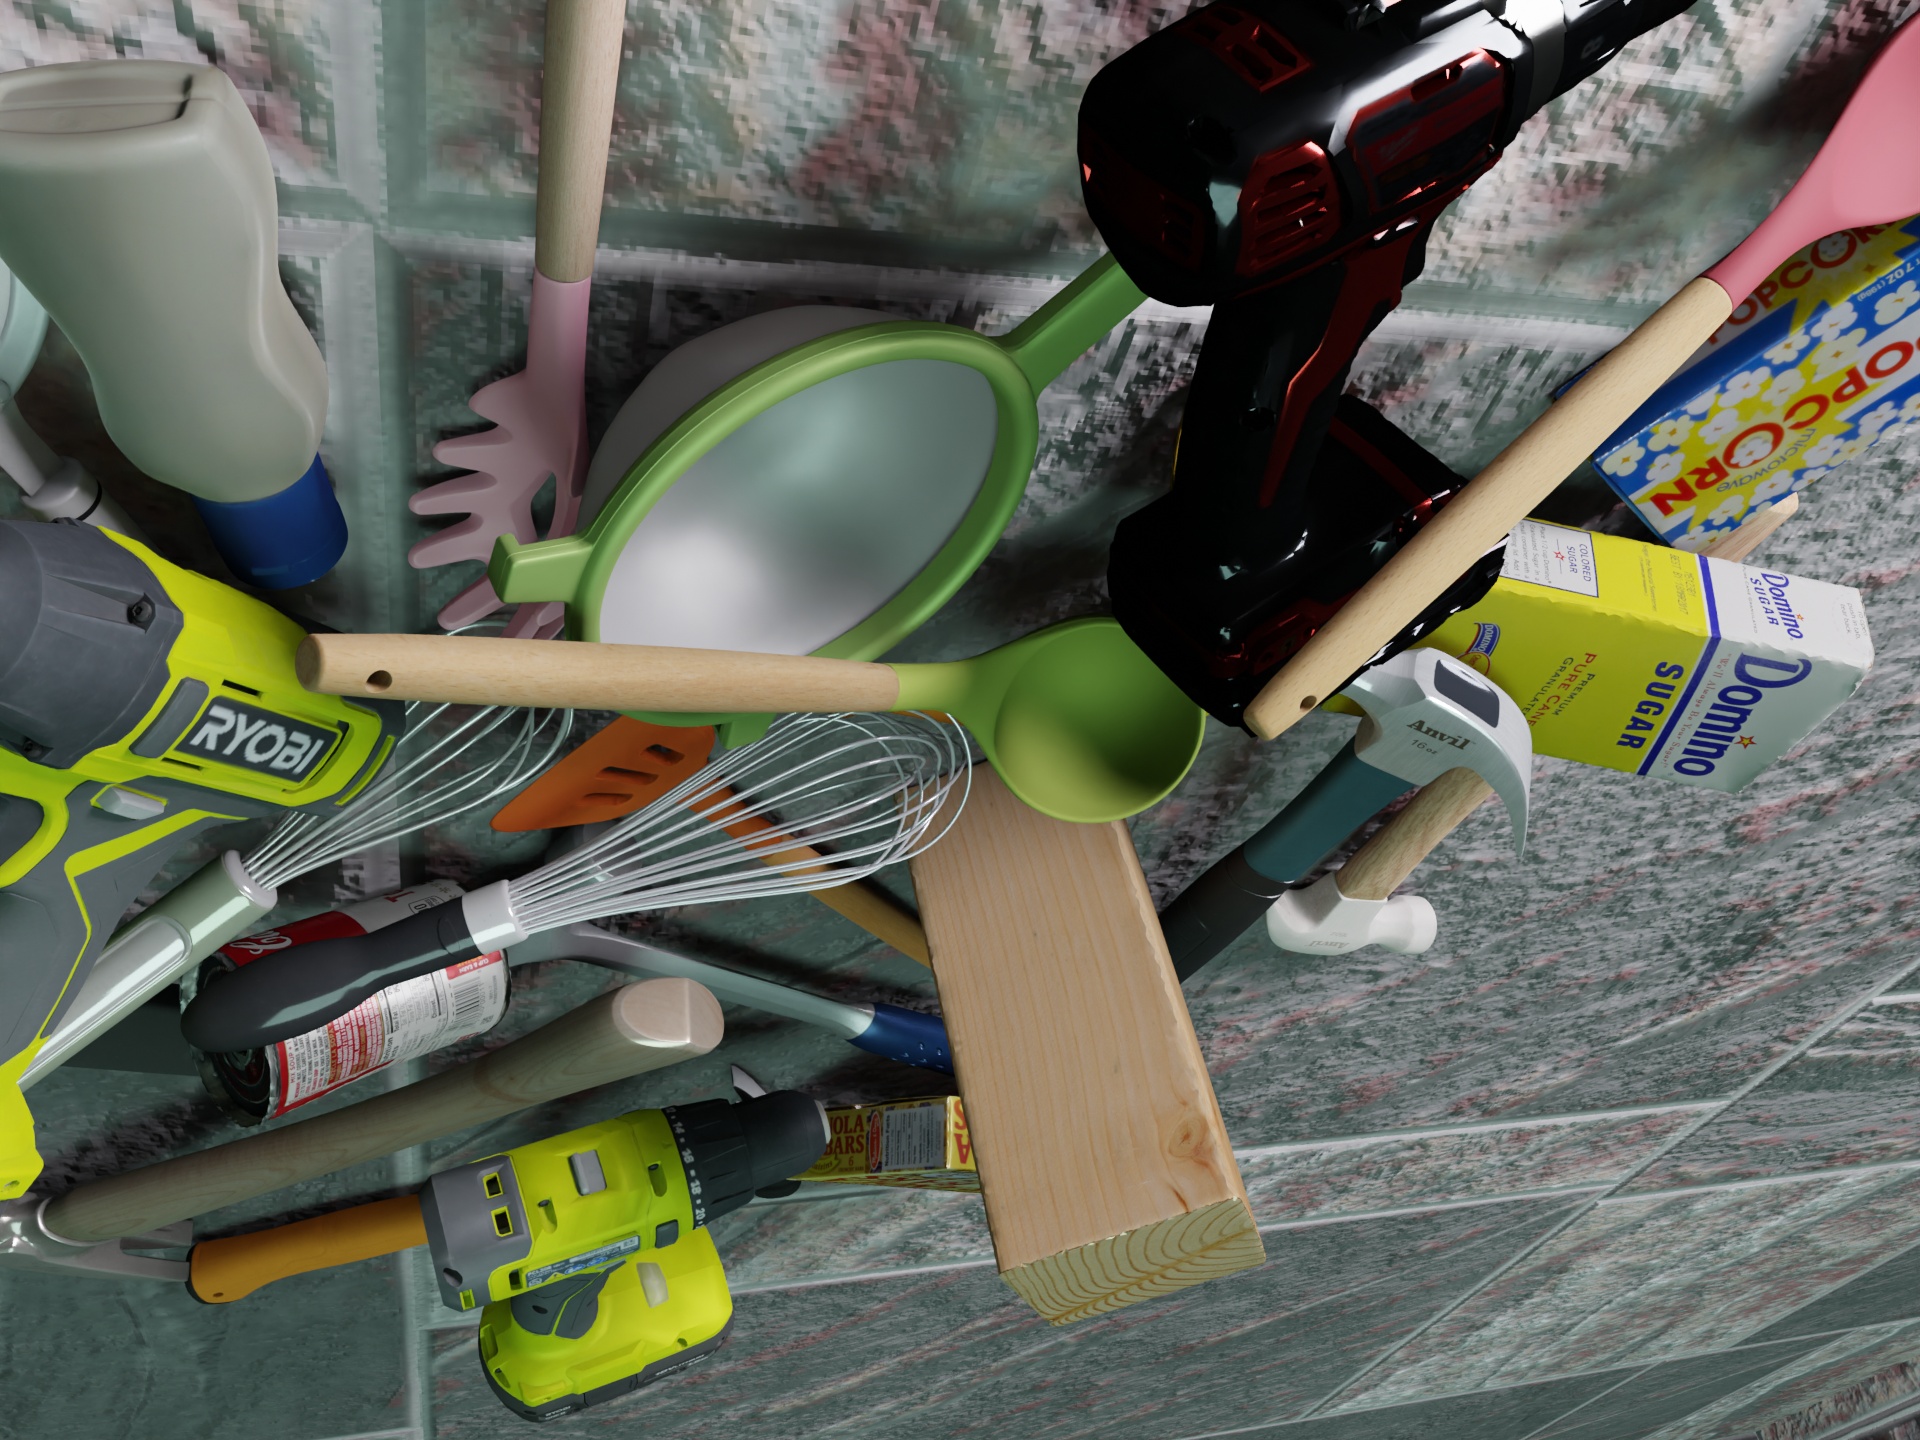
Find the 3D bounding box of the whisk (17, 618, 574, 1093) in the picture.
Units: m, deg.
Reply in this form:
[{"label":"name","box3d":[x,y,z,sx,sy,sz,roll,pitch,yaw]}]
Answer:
[{"label":"whisk","box3d":[-0.232,0.049,0.535,0.246,0.059,0.057,-37,100,-3]}]

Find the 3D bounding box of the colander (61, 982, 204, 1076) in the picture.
[{"label":"colander","box3d":[-0.363,0.073,0.548,0.204,0.095,0.396,-47,160,-2]}]

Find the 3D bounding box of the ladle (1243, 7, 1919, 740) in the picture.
[{"label":"ladle","box3d":[0.198,-0.103,0.457,0.315,0.031,0.069,-42,132,-4]}]

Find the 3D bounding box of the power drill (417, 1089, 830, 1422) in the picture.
[{"label":"power drill","box3d":[-0.168,0.269,0.817,0.190,0.080,0.228,-13,145,-22]}]

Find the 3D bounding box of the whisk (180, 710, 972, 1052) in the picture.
[{"label":"whisk","box3d":[-0.131,0.056,0.552,0.284,0.070,0.070,-20,144,-6]}]

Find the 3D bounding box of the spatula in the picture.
[{"label":"spatula","box3d":[-0.066,0.068,0.676,0.081,0.041,0.322,-36,141,9]}]

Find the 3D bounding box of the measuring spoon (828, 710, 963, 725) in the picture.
[{"label":"measuring spoon","box3d":[-0.001,-0.002,0.630,0.116,0.011,0.021,7,139,-27]}]

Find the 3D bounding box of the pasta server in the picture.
[{"label":"pasta server","box3d":[-0.103,-0.135,0.397,0.040,0.060,0.316,-35,157,-39]}]

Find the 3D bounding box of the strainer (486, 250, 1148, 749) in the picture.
[{"label":"strainer","box3d":[-0.015,-0.104,0.456,0.256,0.069,0.151,-39,156,3]}]

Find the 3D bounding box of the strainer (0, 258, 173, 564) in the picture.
[{"label":"strainer","box3d":[-0.253,-0.067,0.434,0.087,0.050,0.258,-53,157,-21]}]

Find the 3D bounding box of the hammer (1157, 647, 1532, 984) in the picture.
[{"label":"hammer","box3d":[0.130,0.066,0.699,0.128,0.033,0.330,22,147,-6]}]

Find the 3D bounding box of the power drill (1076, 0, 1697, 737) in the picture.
[{"label":"power drill","box3d":[0.121,-0.117,0.446,0.188,0.080,0.226,-31,147,-16]}]

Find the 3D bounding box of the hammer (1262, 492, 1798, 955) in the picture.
[{"label":"hammer","box3d":[0.240,0.011,0.714,0.130,0.031,0.331,5,139,-25]}]

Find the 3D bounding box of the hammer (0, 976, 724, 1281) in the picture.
[{"label":"hammer","box3d":[-0.281,0.195,0.732,0.410,0.038,0.146,-21,149,20]}]

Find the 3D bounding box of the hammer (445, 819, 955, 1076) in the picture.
[{"label":"hammer","box3d":[-0.064,0.149,0.789,0.144,0.035,0.405,-37,138,27]}]

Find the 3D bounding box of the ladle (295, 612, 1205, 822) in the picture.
[{"label":"ladle","box3d":[-0.033,-0.004,0.463,0.320,0.062,0.078,1,121,-51]}]

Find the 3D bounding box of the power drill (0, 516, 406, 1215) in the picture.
[{"label":"power drill","box3d":[-0.277,0.049,0.435,0.223,0.080,0.171,-52,160,0]}]

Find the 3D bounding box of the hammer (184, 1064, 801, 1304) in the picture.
[{"label":"hammer","box3d":[-0.262,0.266,0.879,0.337,0.034,0.127,-13,145,-2]}]

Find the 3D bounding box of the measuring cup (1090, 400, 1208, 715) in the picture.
[{"label":"measuring cup","box3d":[0.078,-0.061,0.576,0.062,0.029,0.156,-7,132,-11]}]
